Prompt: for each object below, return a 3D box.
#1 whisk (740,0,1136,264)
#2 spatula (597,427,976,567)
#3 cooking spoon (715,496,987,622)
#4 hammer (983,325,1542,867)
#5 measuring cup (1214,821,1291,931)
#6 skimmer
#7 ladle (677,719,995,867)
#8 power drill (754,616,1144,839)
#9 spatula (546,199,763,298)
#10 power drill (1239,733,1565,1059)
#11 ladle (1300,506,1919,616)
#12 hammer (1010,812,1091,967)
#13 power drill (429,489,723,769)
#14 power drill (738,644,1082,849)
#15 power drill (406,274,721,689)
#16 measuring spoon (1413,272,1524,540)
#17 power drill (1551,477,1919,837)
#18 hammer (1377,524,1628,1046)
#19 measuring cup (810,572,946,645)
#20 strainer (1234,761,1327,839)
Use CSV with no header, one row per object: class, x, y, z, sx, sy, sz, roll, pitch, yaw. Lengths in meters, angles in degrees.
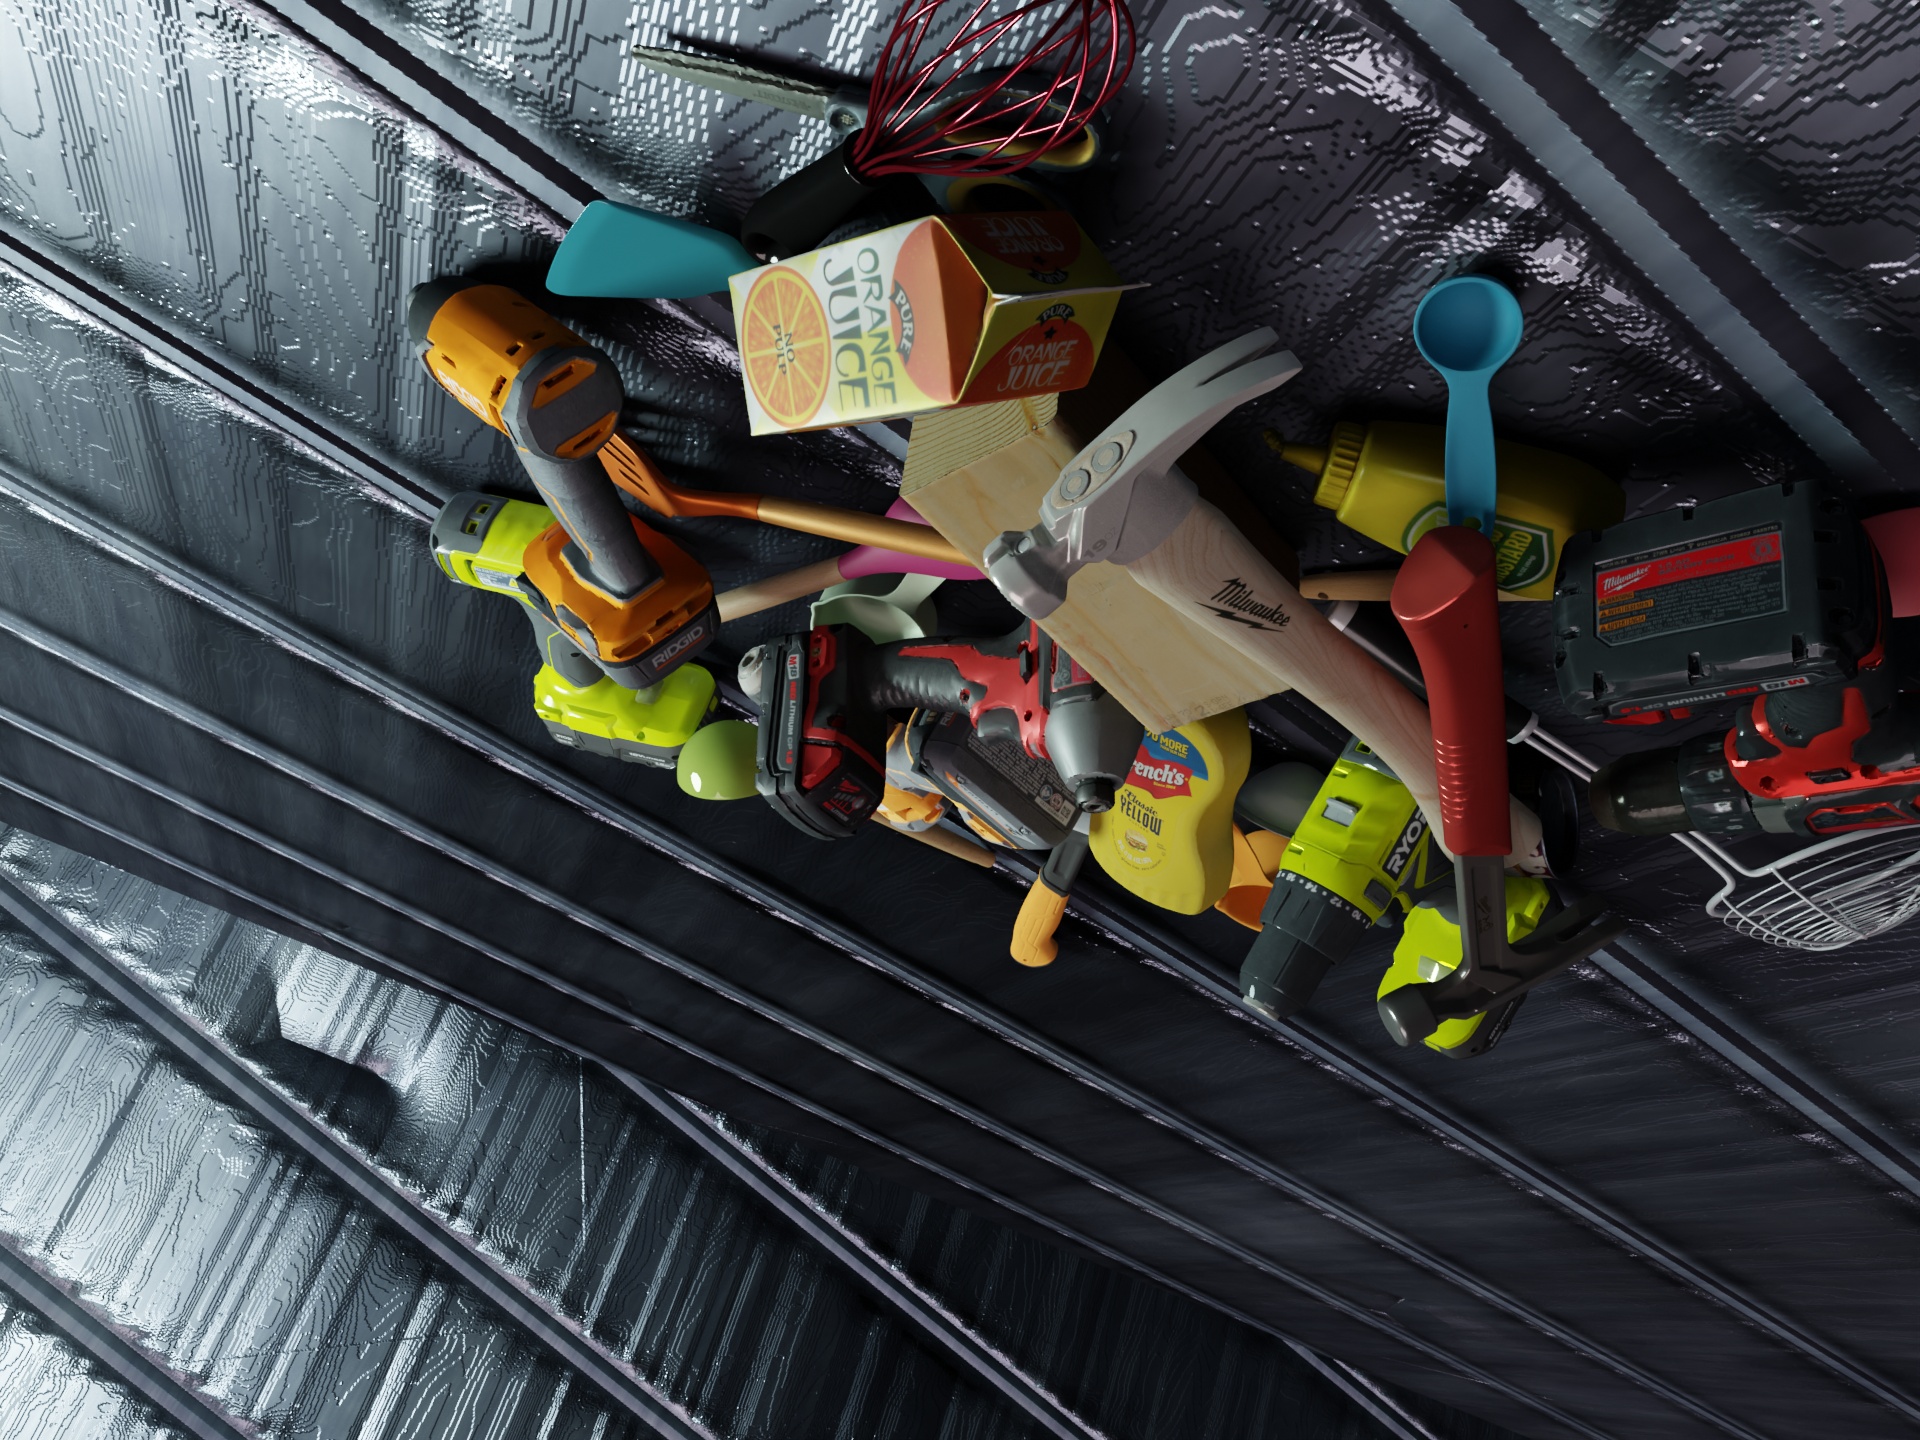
whisk,-0.026,-0.219,0.603,0.073,0.073,0.296,32,166,-23
spatula,-0.084,-0.121,0.884,0.323,0.041,0.081,14,151,18
cooking spoon,-0.087,-0.083,0.937,0.319,0.017,0.068,-14,119,33
hammer,0.190,-0.023,0.756,0.146,0.038,0.410,-40,134,19
measuring cup,0.212,0.091,1.096,0.095,0.052,0.173,2,147,33
skimmer,0.363,0.016,0.867,0.363,0.090,0.127,32,145,-1
ladle,-0.082,0.072,1.207,0.319,0.062,0.078,28,179,-44
power drill,-0.001,-0.003,0.900,0.219,0.143,0.078,-11,152,21
spatula,-0.045,-0.164,0.788,0.317,0.044,0.082,29,151,-20
power drill,0.266,0.119,0.961,0.080,0.190,0.228,24,171,47
ladle,0.307,-0.068,0.750,0.315,0.031,0.069,2,148,36
hammer,0.067,0.137,1.305,0.127,0.034,0.336,17,154,4
power drill,-0.248,-0.060,1.101,0.171,0.080,0.223,13,150,14
power drill,-0.038,0.010,1.065,0.185,0.084,0.226,40,160,-27
power drill,-0.226,-0.139,0.881,0.164,0.084,0.226,37,156,34
measuring spoon,0.213,-0.128,0.663,0.042,0.021,0.128,3,129,22
power drill,0.343,-0.005,0.708,0.188,0.080,0.226,-13,148,42
hammer,0.266,0.038,0.795,0.149,0.037,0.358,-27,136,-4
measuring cup,-0.029,-0.085,0.952,0.083,0.038,0.167,30,137,-15
strainer,0.152,0.033,1.038,0.258,0.050,0.087,16,-163,19
